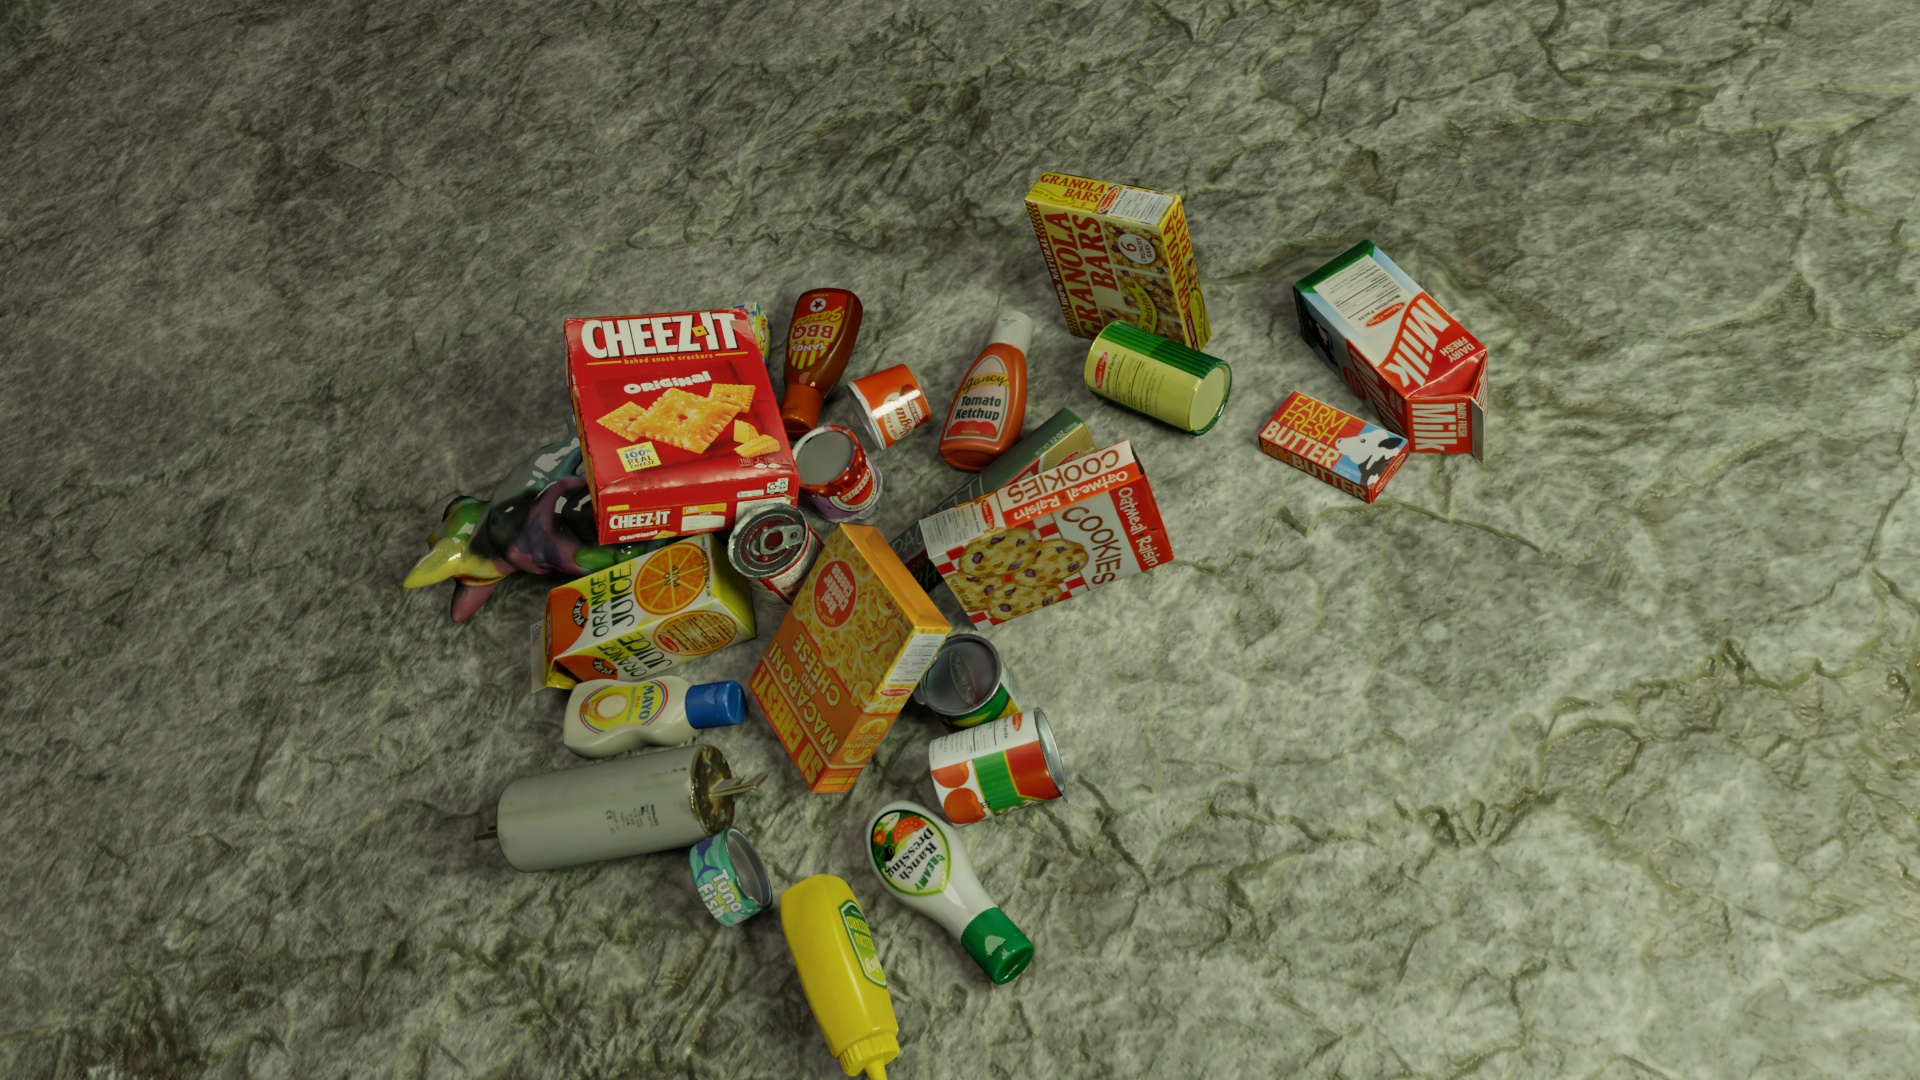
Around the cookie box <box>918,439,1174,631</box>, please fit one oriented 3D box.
[{"bbox_3d":[0.069,0.000,1.050,0.167,0.122,0.040,-21,55,7],"label":"cookie box"}]

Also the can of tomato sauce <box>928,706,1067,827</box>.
[{"bbox_3d":[0.027,0.165,0.997,0.083,0.071,0.071,-19,54,10],"label":"can of tomato sauce"}]

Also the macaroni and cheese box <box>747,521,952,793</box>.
[{"bbox_3d":[-0.087,0.089,1.052,0.124,0.040,0.165,51,120,38],"label":"macaroni and cheese box"}]

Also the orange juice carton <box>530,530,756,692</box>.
[{"bbox_3d":[-0.277,0.068,1.169,0.192,0.072,0.072,-20,54,8],"label":"orange juice carton"}]

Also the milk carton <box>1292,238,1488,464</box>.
[{"bbox_3d":[0.342,-0.139,1.069,0.073,0.072,0.191,-31,52,0],"label":"milk carton"}]

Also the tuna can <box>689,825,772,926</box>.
[{"bbox_3d":[-0.168,0.247,1.015,0.033,0.071,0.071,-29,53,4],"label":"tuna can"}]

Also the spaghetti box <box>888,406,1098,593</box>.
[{"bbox_3d":[0.004,-0.014,1.130,0.250,0.050,0.029,-38,52,-5],"label":"spaghetti box"}]

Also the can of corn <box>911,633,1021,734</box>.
[{"bbox_3d":[0.005,0.113,1.042,0.071,0.058,0.071,-10,56,15],"label":"can of corn"}]

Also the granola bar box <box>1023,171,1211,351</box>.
[{"bbox_3d":[0.132,-0.224,1.145,0.124,0.165,0.039,19,65,30],"label":"granola bar box"}]

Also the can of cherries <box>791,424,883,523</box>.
[{"bbox_3d":[-0.105,-0.056,1.193,0.071,0.058,0.072,-10,56,15],"label":"can of cherries"}]

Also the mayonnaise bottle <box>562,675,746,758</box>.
[{"bbox_3d":[-0.249,0.139,1.132,0.148,0.041,0.065,-9,55,16],"label":"mayonnaise bottle"}]

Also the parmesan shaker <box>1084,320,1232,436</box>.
[{"bbox_3d":[0.162,-0.130,1.138,0.103,0.071,0.071,28,72,31],"label":"parmesan shaker"}]

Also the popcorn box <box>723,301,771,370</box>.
[{"bbox_3d":[-0.229,-0.161,1.320,0.085,0.038,0.127,-10,56,15],"label":"popcorn box"}]

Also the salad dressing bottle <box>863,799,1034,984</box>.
[{"bbox_3d":[-0.008,0.245,0.971,0.064,0.044,0.148,-45,55,-6],"label":"salad dressing bottle"}]

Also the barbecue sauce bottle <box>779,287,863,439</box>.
[{"bbox_3d":[-0.135,-0.164,1.283,0.065,0.043,0.149,1,60,20],"label":"barbecue sauce bottle"}]

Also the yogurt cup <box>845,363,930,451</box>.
[{"bbox_3d":[-0.062,-0.119,1.215,0.054,0.072,0.072,-28,53,-8],"label":"yogurt cup"}]

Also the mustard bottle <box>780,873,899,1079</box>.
[{"bbox_3d":[-0.076,0.309,0.947,0.049,0.065,0.161,-30,59,7],"label":"mustard bottle"}]

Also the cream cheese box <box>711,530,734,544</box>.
[{"bbox_3d":[-0.198,-0.023,1.228,0.104,0.024,0.053,32,74,34],"label":"cream cheese box"}]

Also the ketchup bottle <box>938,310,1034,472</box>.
[{"bbox_3d":[0.030,-0.130,1.199,0.065,0.043,0.149,4,60,23],"label":"ketchup bottle"}]

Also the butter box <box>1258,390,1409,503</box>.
[{"bbox_3d":[0.288,-0.074,1.076,0.104,0.024,0.053,31,73,33],"label":"butter box"}]
